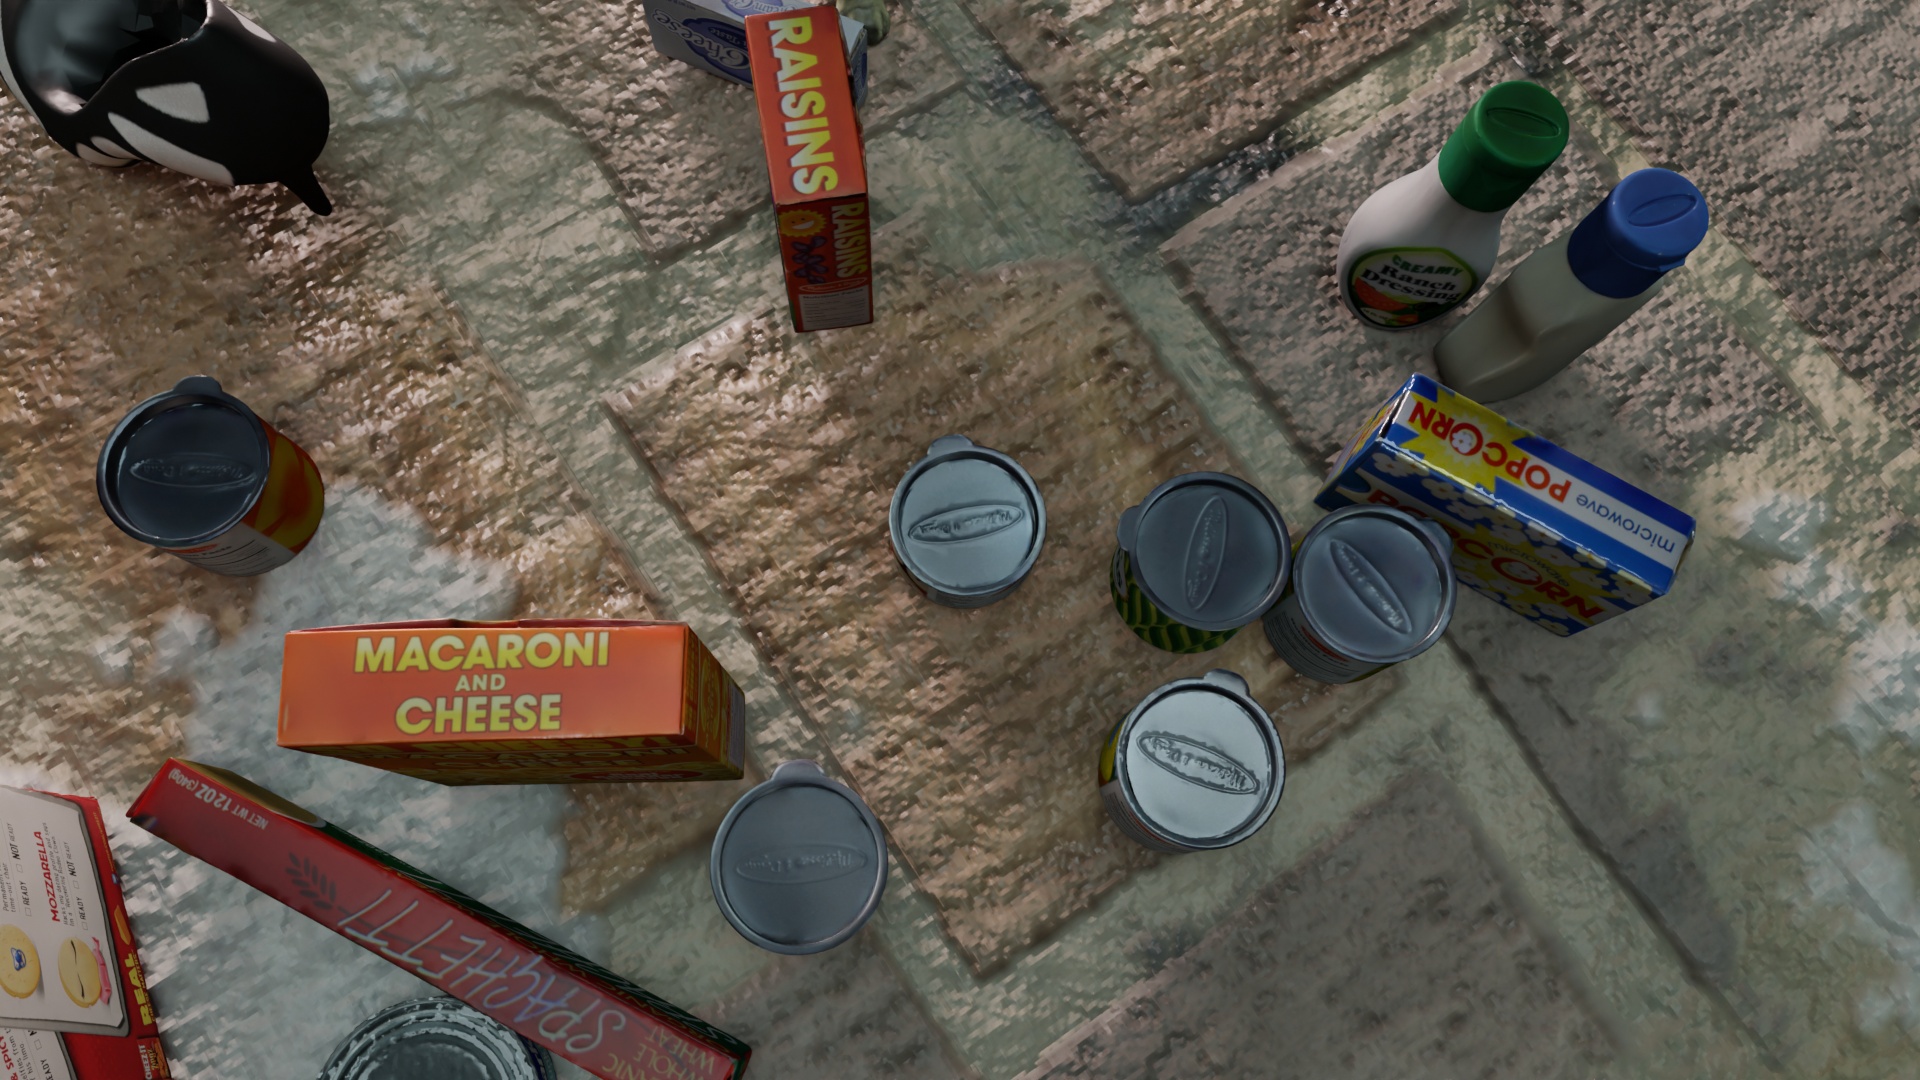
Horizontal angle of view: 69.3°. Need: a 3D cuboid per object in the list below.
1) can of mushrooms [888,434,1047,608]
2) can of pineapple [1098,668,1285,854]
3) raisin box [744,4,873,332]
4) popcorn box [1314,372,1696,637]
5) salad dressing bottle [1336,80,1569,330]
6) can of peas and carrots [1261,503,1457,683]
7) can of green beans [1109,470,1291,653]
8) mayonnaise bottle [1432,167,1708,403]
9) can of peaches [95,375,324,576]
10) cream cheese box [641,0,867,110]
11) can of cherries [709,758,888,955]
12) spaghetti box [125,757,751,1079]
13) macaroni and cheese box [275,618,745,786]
[{"bbox_3d":[0.002,-0.007,0.595,0.071,0.033,0.071,1,75,-3],"label":"can of mushrooms"},{"bbox_3d":[0.093,0.091,0.560,0.071,0.057,0.071,1,75,-3],"label":"can of pineapple"},{"bbox_3d":[-0.061,-0.151,0.585,0.040,0.123,0.086,-9,76,-5],"label":"raisin box"},{"bbox_3d":[0.223,-0.012,0.581,0.127,0.085,0.038,29,76,5],"label":"popcorn box"},{"bbox_3d":[0.203,-0.136,0.581,0.064,0.147,0.044,16,75,2],"label":"salad dressing bottle"},{"bbox_3d":[0.166,0.022,0.582,0.071,0.058,0.071,1,75,-3],"label":"can of peas and carrots"},{"bbox_3d":[0.099,0.011,0.583,0.071,0.057,0.071,1,75,-3],"label":"can of green beans"},{"bbox_3d":[0.251,-0.102,0.574,0.065,0.147,0.041,-19,77,-7],"label":"mayonnaise bottle"},{"bbox_3d":[-0.306,-0.025,0.572,0.071,0.058,0.071,1,75,-3],"label":"can of peaches"},{"bbox_3d":[-0.094,-0.232,0.641,0.104,0.053,0.024,22,75,3],"label":"cream cheese box"},{"bbox_3d":[-0.061,0.124,0.544,0.071,0.058,0.071,1,75,-3],"label":"can of cherries"},{"bbox_3d":[-0.196,0.153,0.533,0.250,0.050,0.029,26,76,4],"label":"spaghetti box"},{"bbox_3d":[-0.148,0.062,0.500,0.124,0.166,0.040,-1,75,-3],"label":"macaroni and cheese box"}]
